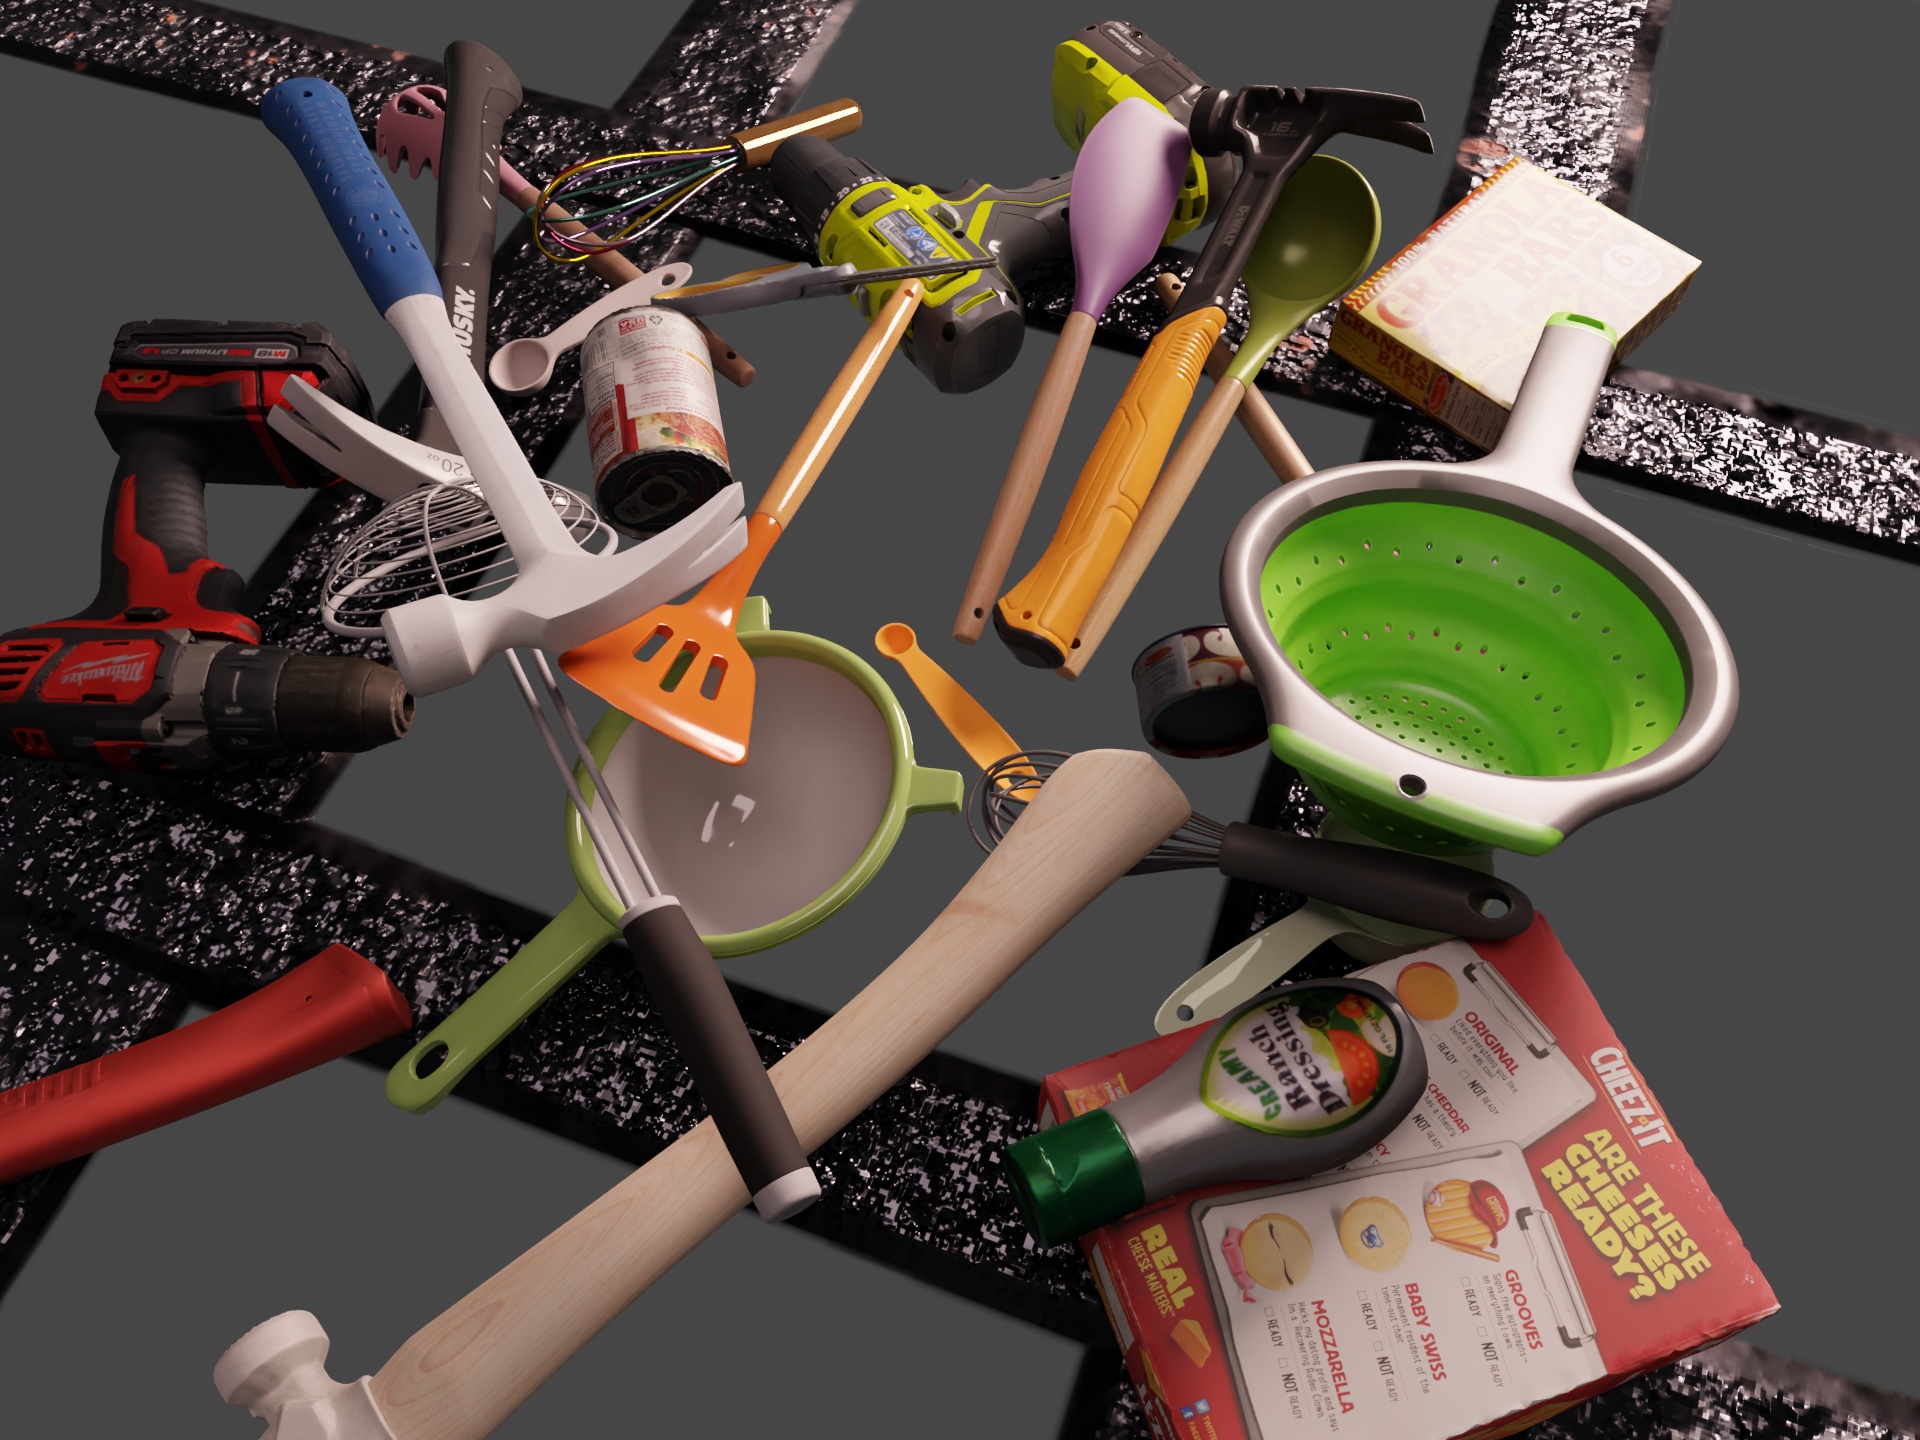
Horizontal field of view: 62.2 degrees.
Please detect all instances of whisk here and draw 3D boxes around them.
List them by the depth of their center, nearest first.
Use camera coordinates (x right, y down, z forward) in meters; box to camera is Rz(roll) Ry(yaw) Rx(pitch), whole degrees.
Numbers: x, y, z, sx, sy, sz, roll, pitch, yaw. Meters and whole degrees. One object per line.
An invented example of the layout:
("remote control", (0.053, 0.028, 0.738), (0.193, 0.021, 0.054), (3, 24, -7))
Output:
("whisk", (0.111, 0.055, 0.653), (0.239, 0.055, 0.055), (11, 57, 27))
("whisk", (-0.145, -0.311, 0.898), (0.051, 0.047, 0.245), (9, 35, 42))

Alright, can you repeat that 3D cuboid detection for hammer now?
("hammer", (-0.067, 0.159, 0.590), (0.410, 0.038, 0.146), (-39, 67, -12))
("hammer", (-0.392, 0.179, 0.612), (0.359, 0.036, 0.149), (-19, 60, -12))
("hammer", (-0.230, -0.174, 0.697), (0.144, 0.035, 0.406), (-21, 54, -20))
("hammer", (0.111, -0.172, 0.775), (0.127, 0.034, 0.337), (17, 73, 34))
("hammer", (-0.262, -0.239, 0.821), (0.146, 0.035, 0.335), (17, 50, -34))

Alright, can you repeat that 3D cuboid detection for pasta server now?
("pasta server", (-0.229, -0.278, 0.909), (0.316, 0.040, 0.060), (41, 66, 18))

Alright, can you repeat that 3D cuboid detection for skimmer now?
("skimmer", (-0.148, 0.037, 0.635), (0.127, 0.090, 0.364), (-22, 66, -21))

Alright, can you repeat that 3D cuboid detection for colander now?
("colander", (0.235, -0.062, 0.715), (0.204, 0.094, 0.397), (22, 47, 14))

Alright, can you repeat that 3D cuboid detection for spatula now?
("spatula", (-0.074, -0.108, 0.710), (0.081, 0.041, 0.323), (30, 53, -8))
("spatula", (0.052, -0.182, 0.805), (0.059, 0.018, 0.316), (25, 74, -18))

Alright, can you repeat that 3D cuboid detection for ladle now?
("ladle", (0.123, -0.157, 0.799), (0.078, 0.062, 0.320), (20, 67, 28))

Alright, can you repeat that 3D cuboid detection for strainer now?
("strainer", (-0.124, 0.076, 0.667), (0.256, 0.069, 0.152), (-43, 59, -11))

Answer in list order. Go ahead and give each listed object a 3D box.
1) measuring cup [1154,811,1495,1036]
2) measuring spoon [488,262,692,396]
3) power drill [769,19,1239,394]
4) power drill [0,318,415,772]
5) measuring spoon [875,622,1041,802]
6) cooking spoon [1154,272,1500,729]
("measuring cup", (0.149, 0.092, 0.671), (0.167, 0.038, 0.083), (-30, 63, -16))
("measuring spoon", (-0.197, -0.211, 0.860), (0.124, 0.018, 0.034), (-34, 65, -10))
("power drill", (0.022, -0.300, 0.894), (0.228, 0.080, 0.191), (-33, 65, -16))
("power drill", (-0.339, -0.079, 0.753), (0.188, 0.080, 0.227), (2, 61, 1))
("measuring spoon", (-0.001, -0.002, 0.746), (0.021, 0.011, 0.117), (-34, 68, -19))
("cooking spoon", (0.175, -0.122, 0.815), (0.068, 0.017, 0.319), (-20, 61, -10))
